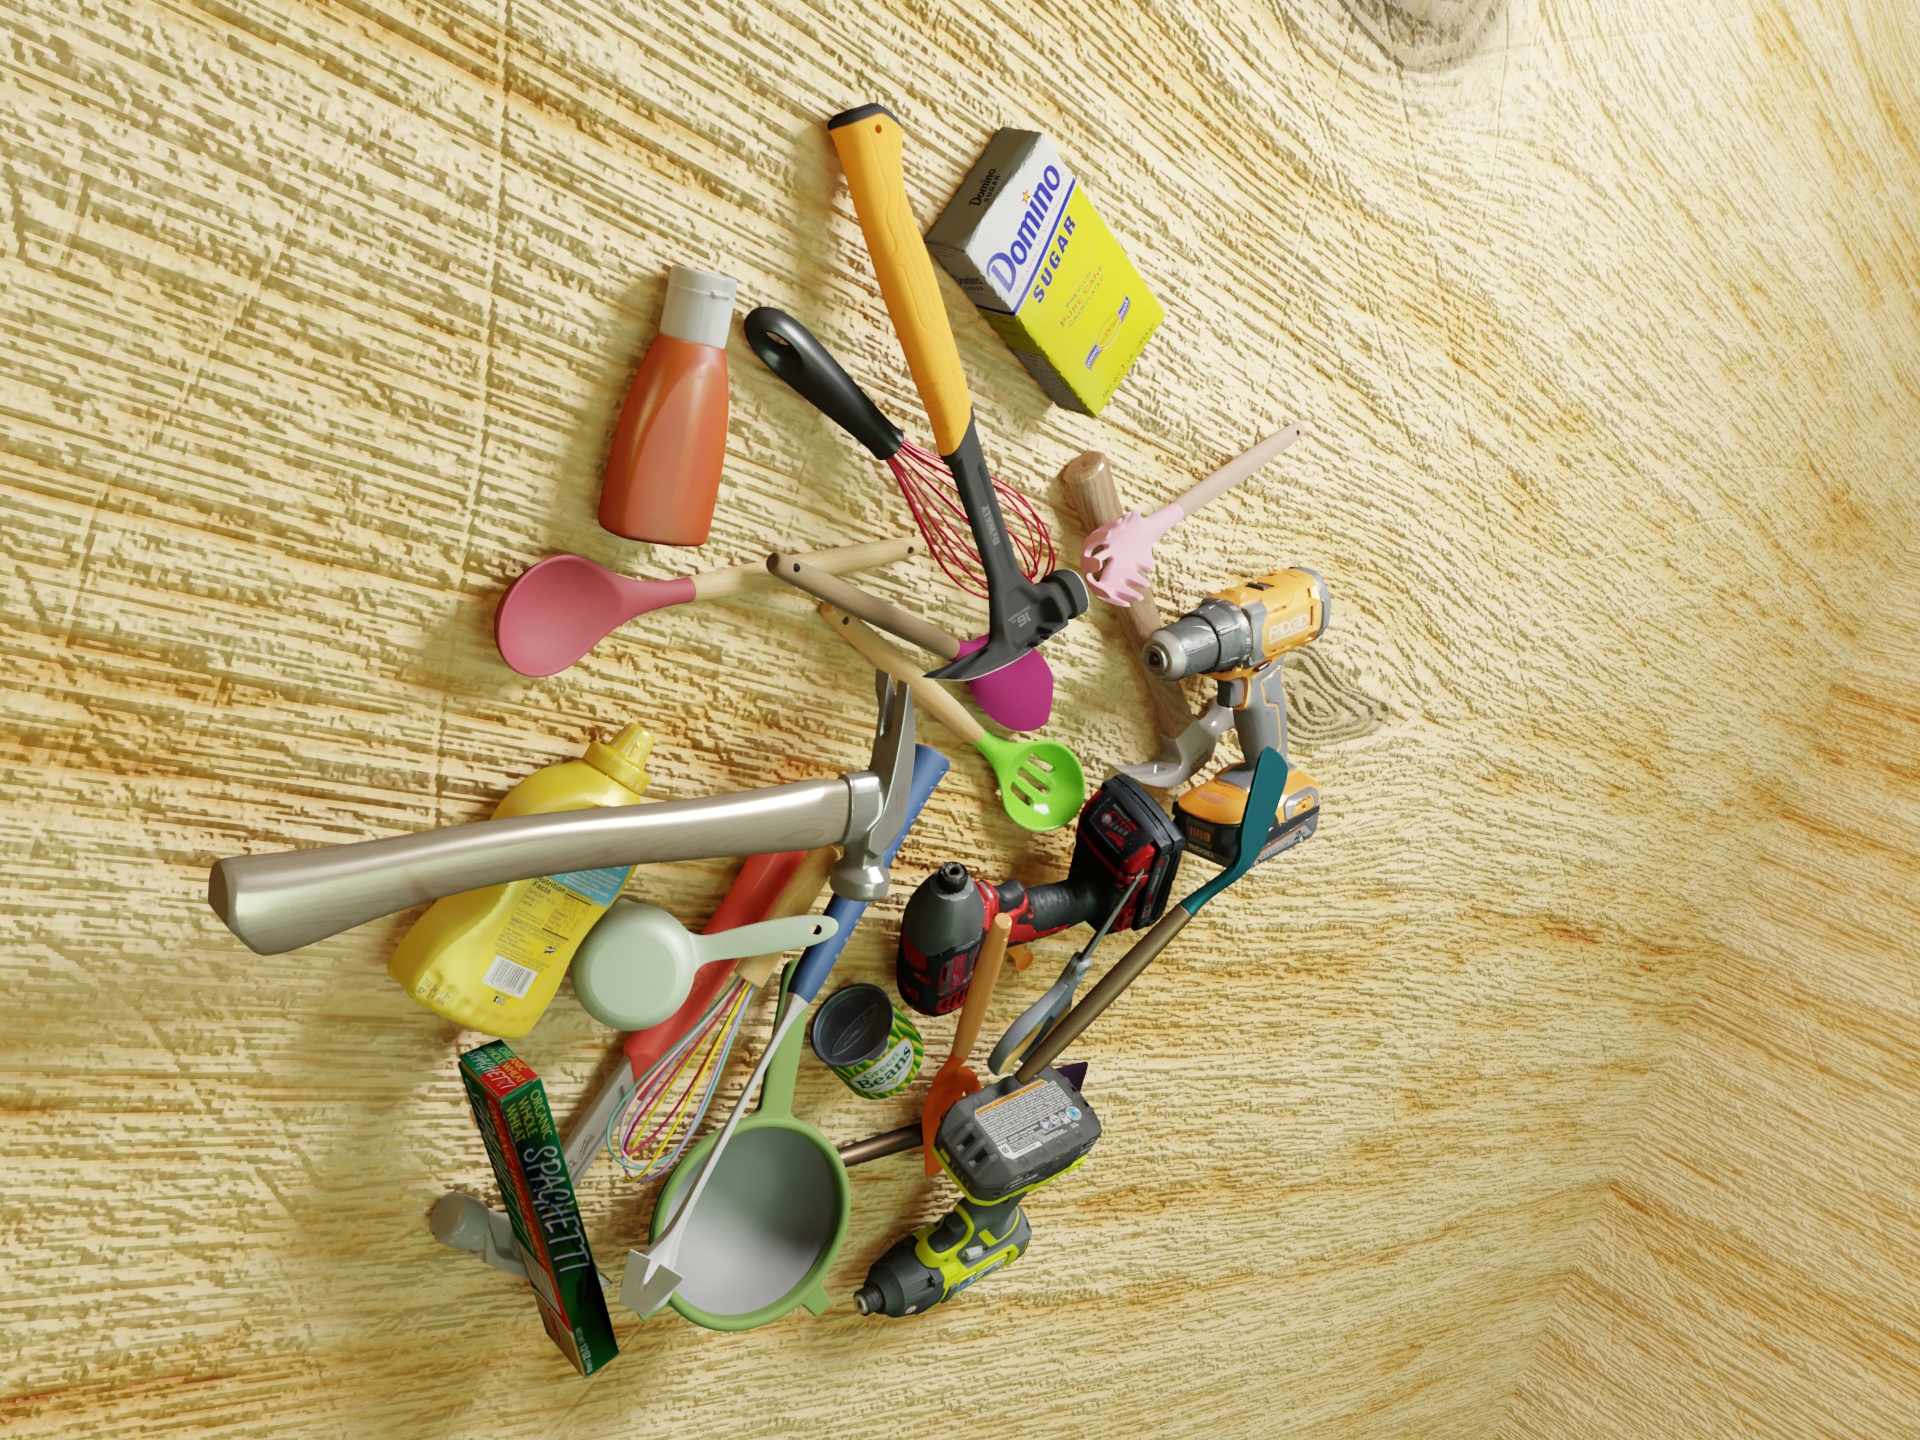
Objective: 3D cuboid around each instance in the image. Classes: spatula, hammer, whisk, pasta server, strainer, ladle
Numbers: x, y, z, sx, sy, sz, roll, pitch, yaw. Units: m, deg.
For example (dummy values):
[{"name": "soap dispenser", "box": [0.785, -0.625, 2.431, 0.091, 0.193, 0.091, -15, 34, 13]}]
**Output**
[{"name": "spatula", "box": [-0.002, 0.332, 1.309, 0.315, 0.018, 0.059, -3, 115, -45]}, {"name": "hammer", "box": [-0.192, 0.056, 0.872, 0.410, 0.038, 0.146, -6, 112, -42]}, {"name": "whisk", "box": [-0.150, 0.183, 1.018, 0.245, 0.051, 0.047, -59, 172, -9]}, {"name": "pasta server", "box": [0.182, -0.166, 1.188, 0.316, 0.040, 0.060, -36, 116, -40]}, {"name": "spatula", "box": [0.011, 0.241, 1.189, 0.081, 0.041, 0.322, -35, 155, -32]}, {"name": "hammer", "box": [-0.187, 0.204, 1.042, 0.359, 0.037, 0.149, -56, 138, -7]}, {"name": "whisk", "box": [-0.032, -0.162, 0.994, 0.295, 0.073, 0.073, 38, 82, -43]}, {"name": "strainer", "box": [-0.147, 0.290, 1.115, 0.151, 0.069, 0.256, 12, 87, -33]}, {"name": "ladle", "box": [-0.140, -0.083, 0.949, 0.315, 0.031, 0.069, -16, 124, -41]}, {"name": "spatula", "box": [0.146, 0.154, 1.205, 0.317, 0.044, 0.082, -47, 153, 6]}, {"name": "hammer", "box": [0.140, -0.070, 1.232, 0.130, 0.031, 0.331, -45, 135, -19]}, {"name": "hammer", "box": [-0.110, 0.190, 1.033, 0.406, 0.035, 0.144, -62, 180, -21]}, {"name": "hammer", "box": [-0.015, -0.191, 0.946, 0.127, 0.034, 0.336, -34, 115, -35]}]

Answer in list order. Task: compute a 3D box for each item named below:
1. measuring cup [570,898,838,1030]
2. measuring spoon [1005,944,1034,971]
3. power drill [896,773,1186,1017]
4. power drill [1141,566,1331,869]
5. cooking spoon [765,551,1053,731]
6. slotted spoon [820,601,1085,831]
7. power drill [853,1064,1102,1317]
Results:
[{"name": "measuring cup", "box": [-0.156, 0.144, 0.979, 0.167, 0.038, 0.083, -10, 94, -9]}, {"name": "measuring spoon", "box": [0.029, 0.163, 1.261, 0.021, 0.011, 0.116, -45, 132, -12]}, {"name": "power drill", "box": [0.054, 0.128, 1.185, 0.219, 0.079, 0.143, -21, 141, -26]}, {"name": "power drill", "box": [0.215, 0.003, 1.264, 0.185, 0.084, 0.226, -20, 118, -37]}, {"name": "cooking spoon", "box": [-0.021, -0.055, 1.065, 0.318, 0.017, 0.069, 23, 70, -51]}, {"name": "slotted spoon", "box": [-0.002, -0.004, 1.129, 0.070, 0.031, 0.313, -57, 136, -7]}, {"name": "power drill", "box": [0.010, 0.387, 1.272, 0.171, 0.080, 0.223, -14, 139, -41]}]
